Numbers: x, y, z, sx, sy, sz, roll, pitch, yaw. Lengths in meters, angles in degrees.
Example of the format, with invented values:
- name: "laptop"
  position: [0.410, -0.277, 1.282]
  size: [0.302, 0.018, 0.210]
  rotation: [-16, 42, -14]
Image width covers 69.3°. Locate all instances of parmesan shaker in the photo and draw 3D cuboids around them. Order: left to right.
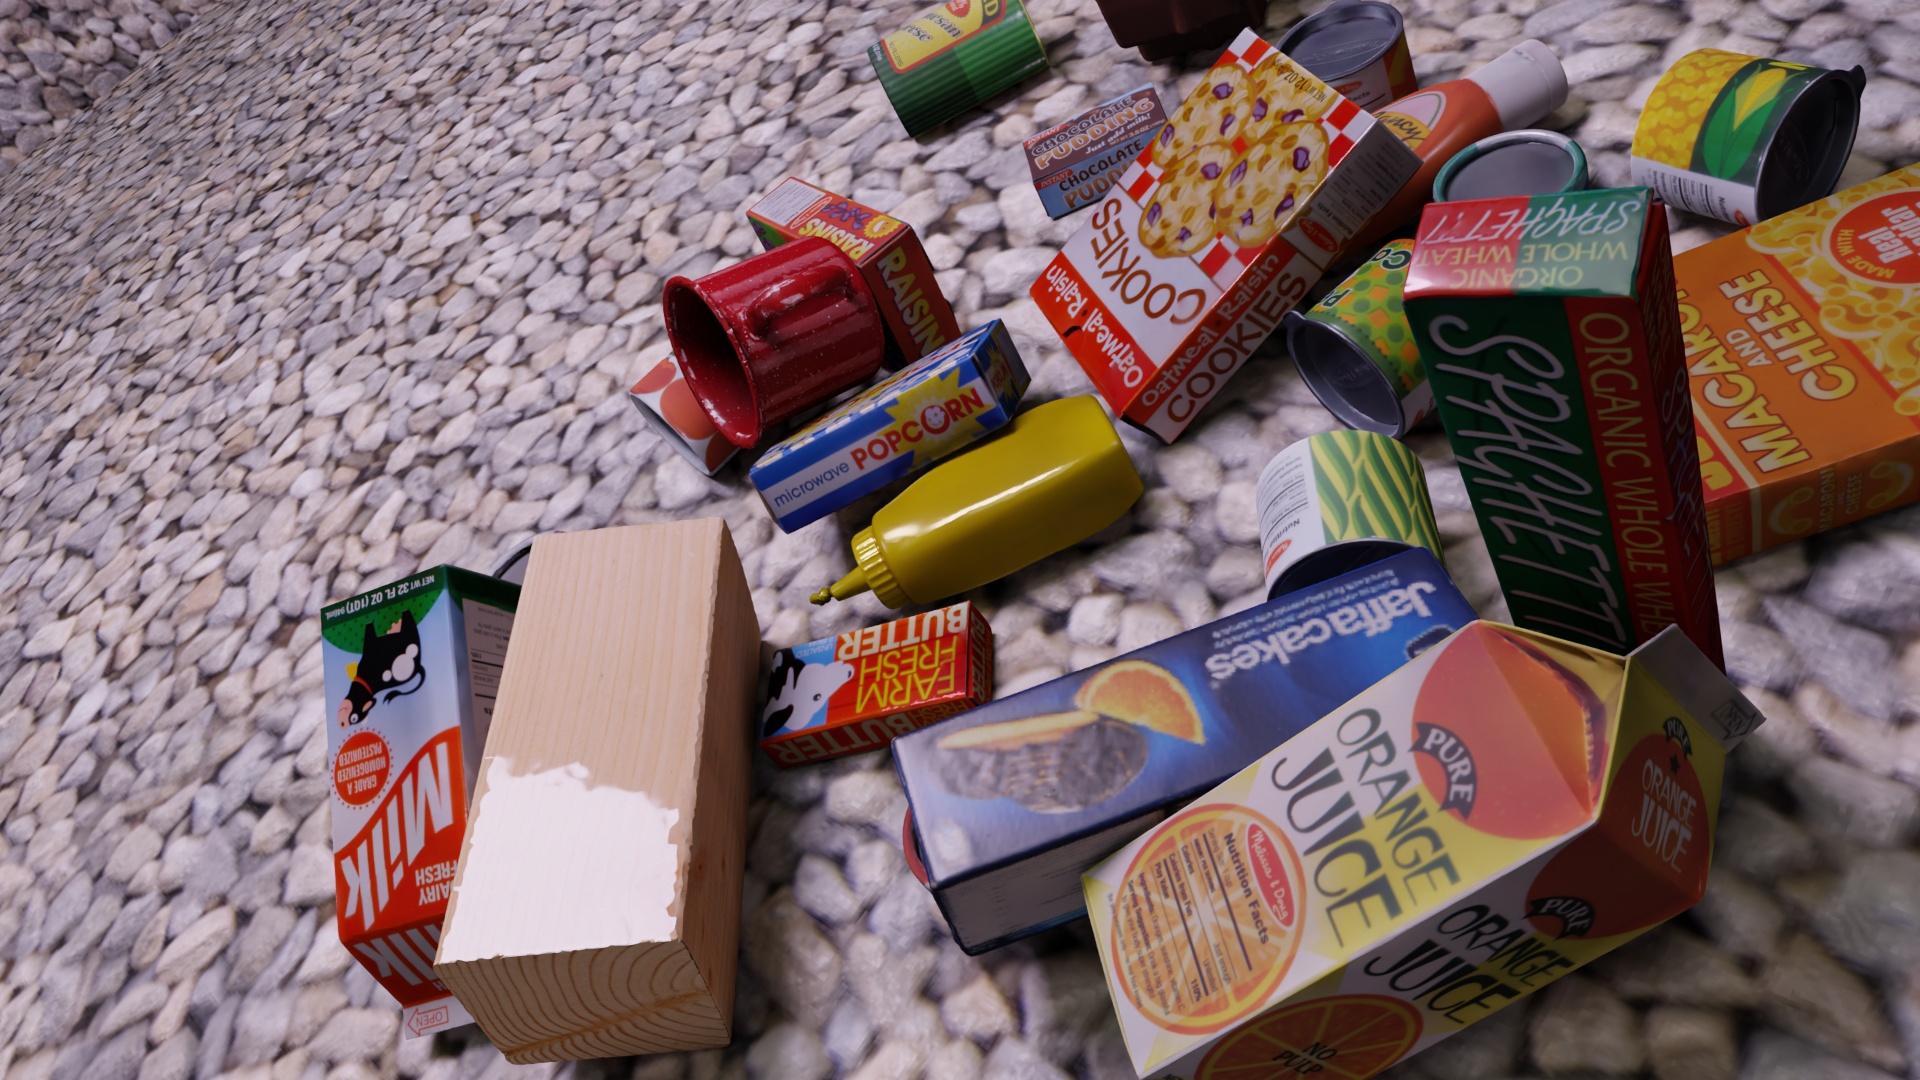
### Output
- name: "parmesan shaker"
  position: [-0.001, -0.315, 0.909]
  size: [0.103, 0.071, 0.071]
  rotation: [-26, 43, 8]

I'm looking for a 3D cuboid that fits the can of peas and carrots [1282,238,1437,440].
- name: "can of peas and carrots"
  position: [0.180, -0.086, 0.585]
  size: [0.059, 0.070, 0.071]
  rotation: [-40, 43, -8]

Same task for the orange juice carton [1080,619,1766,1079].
- name: "orange juice carton"
  position: [0.136, 0.092, 0.407]
  size: [0.192, 0.071, 0.073]
  rotation: [-39, 39, 22]

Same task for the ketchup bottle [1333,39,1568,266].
- name: "ketchup bottle"
  position: [0.220, -0.189, 0.676]
  size: [0.149, 0.043, 0.065]
  rotation: [-30, 42, 2]

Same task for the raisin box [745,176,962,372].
- name: "raisin box"
  position: [-0.058, -0.145, 0.772]
  size: [0.040, 0.085, 0.123]
  rotation: [-40, 42, -15]

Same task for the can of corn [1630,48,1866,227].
- name: "can of corn"
  position: [0.325, -0.168, 0.575]
  size: [0.071, 0.071, 0.058]
  rotation: [-42, 42, -9]

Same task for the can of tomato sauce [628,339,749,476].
- name: "can of tomato sauce"
  position: [-0.134, -0.089, 0.777]
  size: [0.083, 0.071, 0.071]
  rotation: [-46, 44, -13]

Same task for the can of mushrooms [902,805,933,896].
- name: "can of mushrooms"
  position: [0.011, 0.113, 0.531]
  size: [0.071, 0.033, 0.071]
  rotation: [-16, 46, 18]

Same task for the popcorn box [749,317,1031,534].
- name: "popcorn box"
  position: [-0.032, -0.057, 0.676]
  size: [0.126, 0.038, 0.085]
  rotation: [-26, 13, 18]

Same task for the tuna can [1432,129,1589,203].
- name: "tuna can"
  position: [0.250, -0.152, 0.632]
  size: [0.071, 0.032, 0.071]
  rotation: [-17, 44, 17]

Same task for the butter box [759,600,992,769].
- name: "butter box"
  position: [-0.037, 0.064, 0.612]
  size: [0.103, 0.024, 0.053]
  rotation: [-15, 45, 19]

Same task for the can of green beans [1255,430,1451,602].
- name: "can of green beans"
  position: [0.148, 0.000, 0.528]
  size: [0.071, 0.071, 0.058]
  rotation: [-14, 45, 20]

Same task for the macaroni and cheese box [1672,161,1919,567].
- name: "macaroni and cheese box"
  position: [0.316, -0.066, 0.507]
  size: [0.166, 0.040, 0.124]
  rotation: [-21, 44, 13]

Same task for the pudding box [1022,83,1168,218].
- name: "pudding box"
  position: [0.082, -0.225, 0.803]
  size: [0.083, 0.030, 0.050]
  rotation: [-21, 43, 13]

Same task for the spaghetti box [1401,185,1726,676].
- name: "spaghetti box"
  position: [0.173, 0.001, 0.377]
  size: [0.050, 0.249, 0.029]
  rotation: [6, 62, 35]

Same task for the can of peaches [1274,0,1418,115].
- name: "can of peaches"
  position: [0.202, -0.236, 0.720]
  size: [0.071, 0.058, 0.071]
  rotation: [-17, 44, 18]

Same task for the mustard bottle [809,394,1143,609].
- name: "mustard bottle"
  position: [0.002, -0.008, 0.636]
  size: [0.160, 0.048, 0.065]
  rotation: [-28, 35, 7]

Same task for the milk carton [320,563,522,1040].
- name: "milk carton"
  position: [-0.225, 0.115, 0.615]
  size: [0.072, 0.073, 0.191]
  rotation: [-19, 70, 16]

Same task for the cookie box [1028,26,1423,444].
- name: "cookie box"
  position: [0.116, -0.145, 0.656]
  size: [0.167, 0.040, 0.123]
  rotation: [-49, 38, 18]

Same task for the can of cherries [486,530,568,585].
- name: "can of cherries"
  position: [-0.205, 0.039, 0.711]
  size: [0.071, 0.058, 0.072]
  rotation: [-17, 44, 18]
